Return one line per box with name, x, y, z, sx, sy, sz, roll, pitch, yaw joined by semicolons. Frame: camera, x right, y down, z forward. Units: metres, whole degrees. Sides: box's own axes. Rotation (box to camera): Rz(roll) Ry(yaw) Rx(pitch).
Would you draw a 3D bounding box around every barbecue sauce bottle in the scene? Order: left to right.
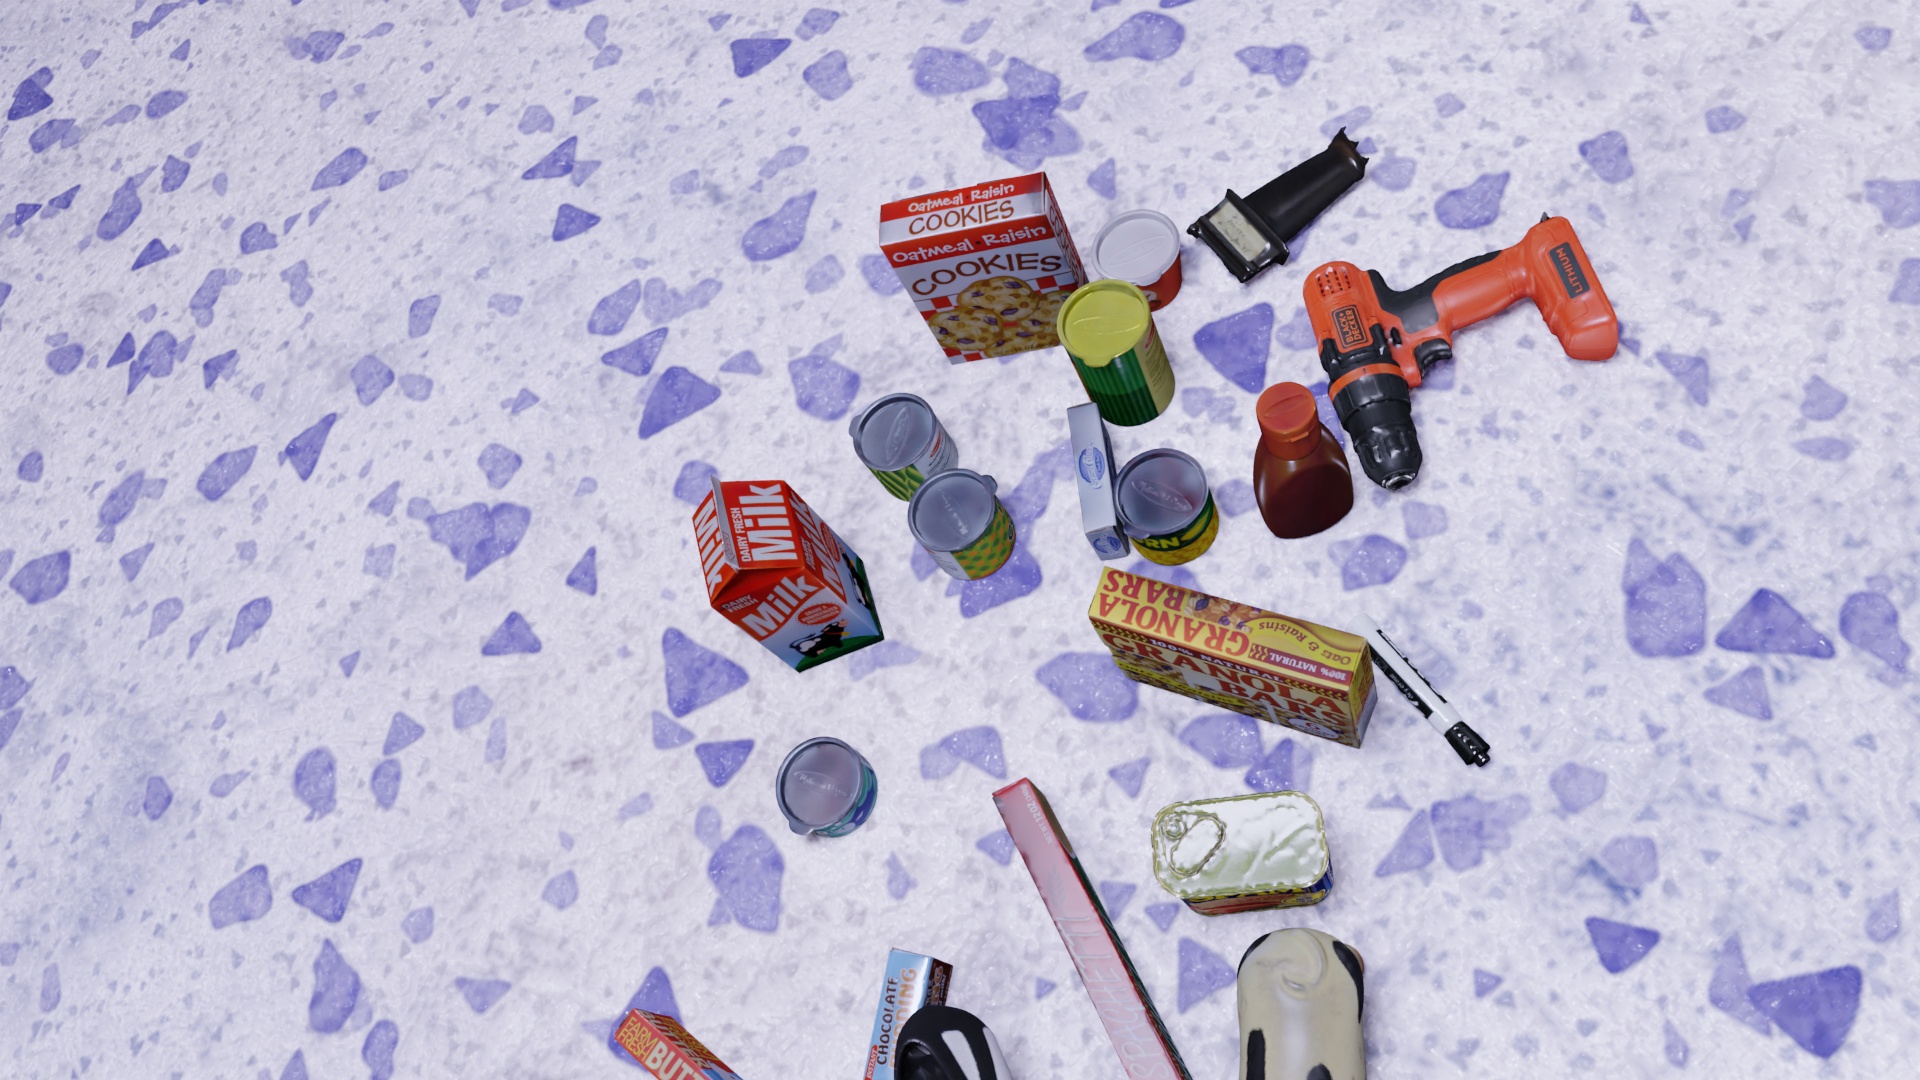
barbecue sauce bottle;0.220;-0.052;0.907;0.065;0.148;0.044;-23;61;8

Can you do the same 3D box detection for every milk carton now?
milk carton;-0.126;0.022;0.969;0.073;0.190;0.072;-22;61;9

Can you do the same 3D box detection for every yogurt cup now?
yogurt cup;0.139;-0.211;1.066;0.072;0.053;0.072;-8;64;16

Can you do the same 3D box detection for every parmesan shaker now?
parmesan shaker;0.114;-0.132;1.008;0.071;0.103;0.071;-8;64;16

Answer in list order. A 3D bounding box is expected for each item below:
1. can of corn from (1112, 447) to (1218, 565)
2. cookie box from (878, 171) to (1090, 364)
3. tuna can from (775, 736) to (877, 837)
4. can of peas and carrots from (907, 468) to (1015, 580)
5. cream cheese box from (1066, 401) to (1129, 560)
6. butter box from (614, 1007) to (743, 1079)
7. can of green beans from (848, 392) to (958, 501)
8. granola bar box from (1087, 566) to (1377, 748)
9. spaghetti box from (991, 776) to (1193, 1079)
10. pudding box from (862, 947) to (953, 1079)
can of corn;0.143;-0.020;0.972;0.071;0.058;0.071;-8;64;16
cookie box;0.025;-0.199;1.034;0.123;0.167;0.040;-8;64;16
tuna can;-0.095;0.176;0.976;0.071;0.032;0.071;-8;64;16
can of peas and carrots;0.004;-0.013;1.016;0.071;0.058;0.071;-8;64;16
cream cheese box;0.099;-0.042;1.000;0.024;0.053;0.104;-13;62;14
butter box;-0.176;0.348;0.912;0.103;0.053;0.024;29;78;28
can of green beans;-0.041;-0.070;1.060;0.071;0.057;0.071;-8;64;16
granola bar box;0.173;0.076;0.878;0.165;0.124;0.039;15;72;25
spaghetti box;0.089;0.263;0.861;0.028;0.050;0.251;-31;60;4
pudding box;-0.033;0.306;0.884;0.030;0.049;0.084;4;68;21
